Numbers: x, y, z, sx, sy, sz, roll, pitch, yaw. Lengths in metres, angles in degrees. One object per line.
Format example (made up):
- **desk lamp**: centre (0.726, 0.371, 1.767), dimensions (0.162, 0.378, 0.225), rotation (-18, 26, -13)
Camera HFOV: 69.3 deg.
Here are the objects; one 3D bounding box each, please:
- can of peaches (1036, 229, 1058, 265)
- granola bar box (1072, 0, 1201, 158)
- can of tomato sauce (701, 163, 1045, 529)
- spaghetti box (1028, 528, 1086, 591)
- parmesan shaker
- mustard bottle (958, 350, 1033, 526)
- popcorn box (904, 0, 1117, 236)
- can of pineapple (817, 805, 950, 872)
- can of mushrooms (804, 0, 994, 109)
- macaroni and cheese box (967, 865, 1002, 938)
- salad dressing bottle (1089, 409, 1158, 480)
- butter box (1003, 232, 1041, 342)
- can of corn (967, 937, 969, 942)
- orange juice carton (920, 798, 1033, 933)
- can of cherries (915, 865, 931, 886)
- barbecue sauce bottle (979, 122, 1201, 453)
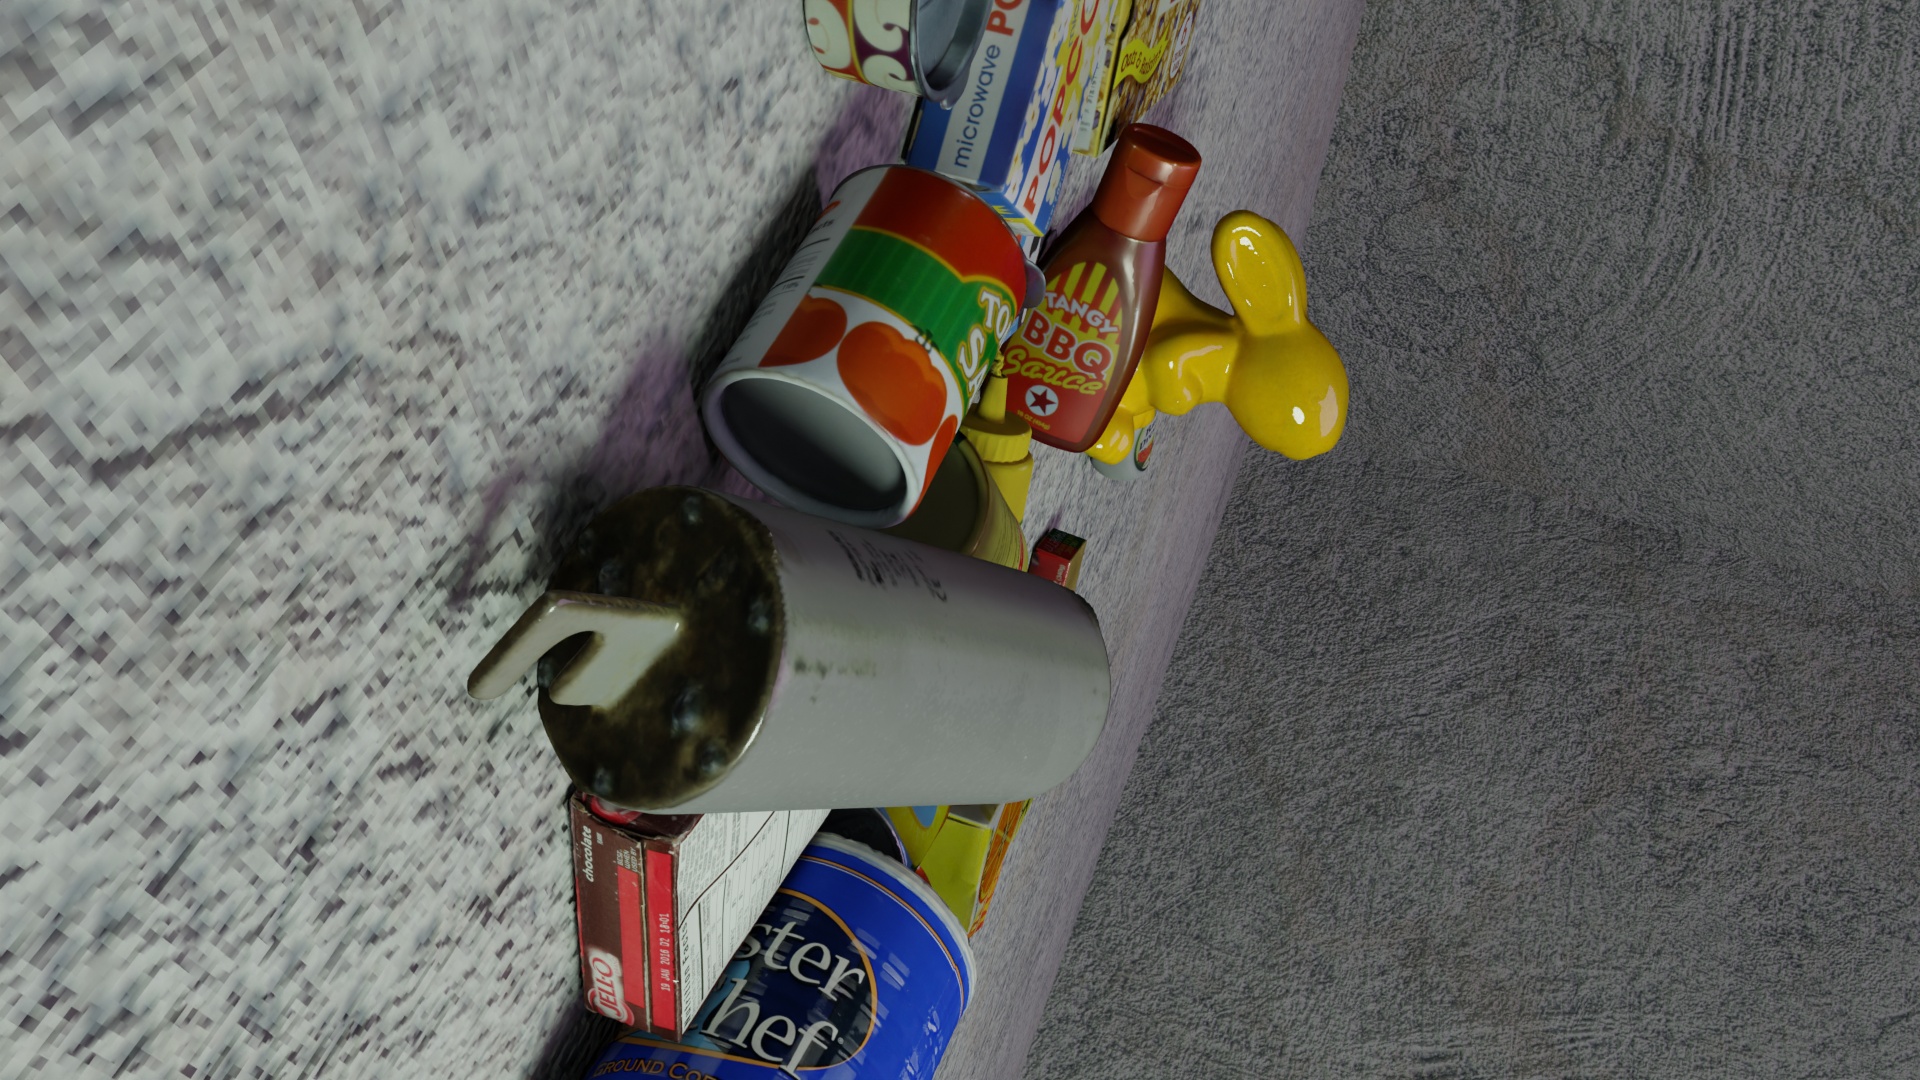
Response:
- **can of peaches**: centre (0.068, -0.120, 0.718), dimensions (0.071, 0.058, 0.071), rotation (17, 92, -77)
- **granola bar box**: centre (0.078, -0.254, 0.622), dimensions (0.166, 0.039, 0.123), rotation (-54, 158, -54)
- **can of tomato sauce**: centre (-0.024, -0.054, 0.395), dimensions (0.070, 0.071, 0.083), rotation (89, 23, -55)
- **spaghetti box**: centre (0.045, 0.113, 1.004), dimensions (0.050, 0.029, 0.249), rotation (-42, 148, -64)
- **parmesan shaker**: centre (-0.014, -0.005, 0.515), dimensions (0.103, 0.071, 0.071), rotation (54, 55, -74)
- **mustard bottle**: centre (0.002, -0.008, 0.613), dimensions (0.065, 0.049, 0.159), rotation (-50, 154, -63)
- **popcorn box**: centre (0.024, -0.180, 0.497), dimensions (0.085, 0.038, 0.126), rotation (-5, 113, -76)
- **can of pineapple**: centre (-0.042, 0.109, 0.543), dimensions (0.058, 0.071, 0.070), rotation (-48, 153, -62)
- **can of mushrooms**: centre (-0.014, -0.155, 0.380), dimensions (0.071, 0.033, 0.071), rotation (15, 92, -78)
- **macaroni and cheese box**: centre (-0.001, 0.202, 0.905), dimensions (0.166, 0.040, 0.123), rotation (22, 86, -77)
- **salad dressing bottle**: centre (0.124, -0.109, 0.999), dimensions (0.146, 0.044, 0.064), rotation (93, 20, -47)
- **butter box**: centre (0.005, -0.100, 0.557), dimensions (0.104, 0.024, 0.052), rotation (-51, 155, -59)
- **can of corn**: centre (-0.034, 0.248, 0.785), dimensions (0.071, 0.058, 0.071), rotation (16, 92, -77)
- **orange juice carton**: centre (0.007, 0.109, 0.738), dimensions (0.194, 0.073, 0.071), rotation (-53, 157, -57)
- **can of cherries**: centre (-0.049, 0.167, 0.588), dimensions (0.059, 0.071, 0.071), rotation (-52, 156, -59)
- **barbecue sauce bottle**: centre (0.061, -0.113, 0.625), dimensions (0.044, 0.065, 0.147), rotation (-54, 171, -53)
